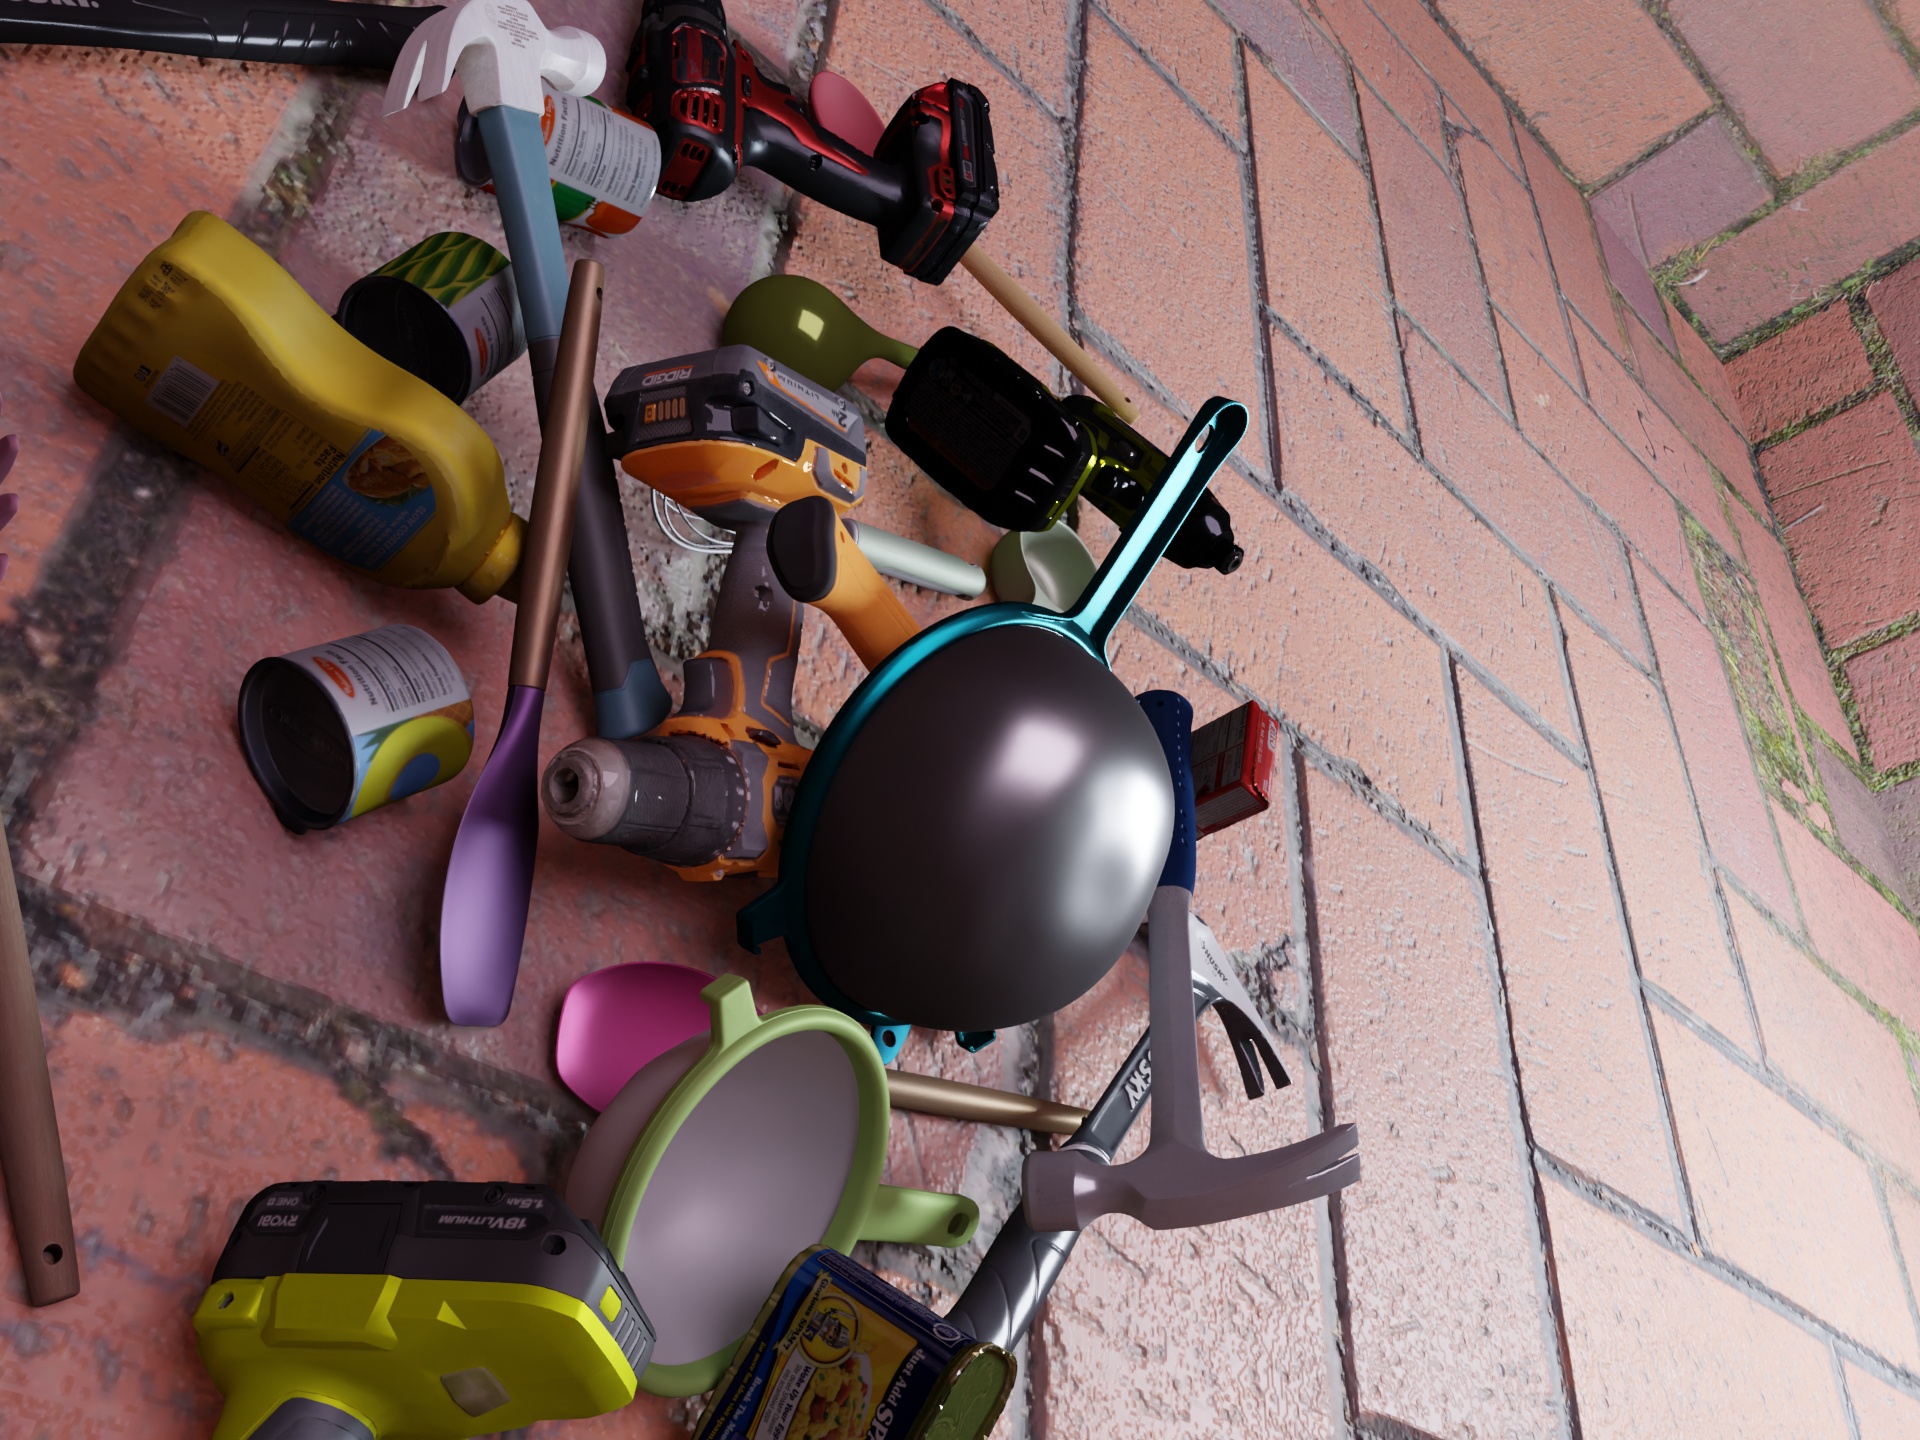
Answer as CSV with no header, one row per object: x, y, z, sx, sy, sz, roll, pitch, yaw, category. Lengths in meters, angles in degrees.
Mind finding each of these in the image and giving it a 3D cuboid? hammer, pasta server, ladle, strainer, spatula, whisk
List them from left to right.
-0.317,0.026,0.509,0.060,0.040,0.316,-8,72,-38,pasta server
-0.357,-0.312,0.696,0.335,0.035,0.146,-28,88,-53,hammer
-0.171,-0.038,0.636,0.059,0.018,0.316,39,55,-70,spatula
-0.177,-0.155,0.711,0.128,0.033,0.331,-19,100,-64,hammer
-0.074,0.188,0.651,0.256,0.069,0.151,35,76,-56,strainer
-0.071,-0.101,0.874,0.246,0.058,0.059,14,90,-47,whisk
-0.027,-0.220,1.013,0.320,0.062,0.078,0,68,-56,ladle
-0.001,-0.002,0.779,0.336,0.034,0.127,52,34,-50,hammer
0.010,-0.317,1.088,0.315,0.031,0.069,44,44,-5,ladle
0.062,0.006,0.718,0.340,0.095,0.210,-58,138,-4,strainer
0.070,0.213,0.788,0.149,0.036,0.409,56,32,-2,hammer
0.115,0.100,0.835,0.406,0.144,0.035,-80,163,-58,hammer

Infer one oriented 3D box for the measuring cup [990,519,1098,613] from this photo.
0.038,-0.061,0.972,0.083,0.038,0.168,45,41,-17,measuring cup

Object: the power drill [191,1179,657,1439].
-0.162,0.244,0.423,0.229,0.190,0.080,-80,162,-47,power drill

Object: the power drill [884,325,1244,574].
0.074,-0.158,0.989,0.171,0.080,0.223,45,22,31,power drill

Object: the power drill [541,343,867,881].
-0.109,-0.043,0.694,0.185,0.084,0.226,14,74,-62,power drill

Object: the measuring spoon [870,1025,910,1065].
-0.017,0.120,0.796,0.042,0.021,0.129,45,40,-18,measuring spoon

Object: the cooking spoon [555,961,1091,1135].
-0.046,0.167,0.733,0.318,0.017,0.069,21,65,-39,cooking spoon

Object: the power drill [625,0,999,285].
-0.095,-0.379,0.980,0.226,0.080,0.188,11,59,-28,power drill
